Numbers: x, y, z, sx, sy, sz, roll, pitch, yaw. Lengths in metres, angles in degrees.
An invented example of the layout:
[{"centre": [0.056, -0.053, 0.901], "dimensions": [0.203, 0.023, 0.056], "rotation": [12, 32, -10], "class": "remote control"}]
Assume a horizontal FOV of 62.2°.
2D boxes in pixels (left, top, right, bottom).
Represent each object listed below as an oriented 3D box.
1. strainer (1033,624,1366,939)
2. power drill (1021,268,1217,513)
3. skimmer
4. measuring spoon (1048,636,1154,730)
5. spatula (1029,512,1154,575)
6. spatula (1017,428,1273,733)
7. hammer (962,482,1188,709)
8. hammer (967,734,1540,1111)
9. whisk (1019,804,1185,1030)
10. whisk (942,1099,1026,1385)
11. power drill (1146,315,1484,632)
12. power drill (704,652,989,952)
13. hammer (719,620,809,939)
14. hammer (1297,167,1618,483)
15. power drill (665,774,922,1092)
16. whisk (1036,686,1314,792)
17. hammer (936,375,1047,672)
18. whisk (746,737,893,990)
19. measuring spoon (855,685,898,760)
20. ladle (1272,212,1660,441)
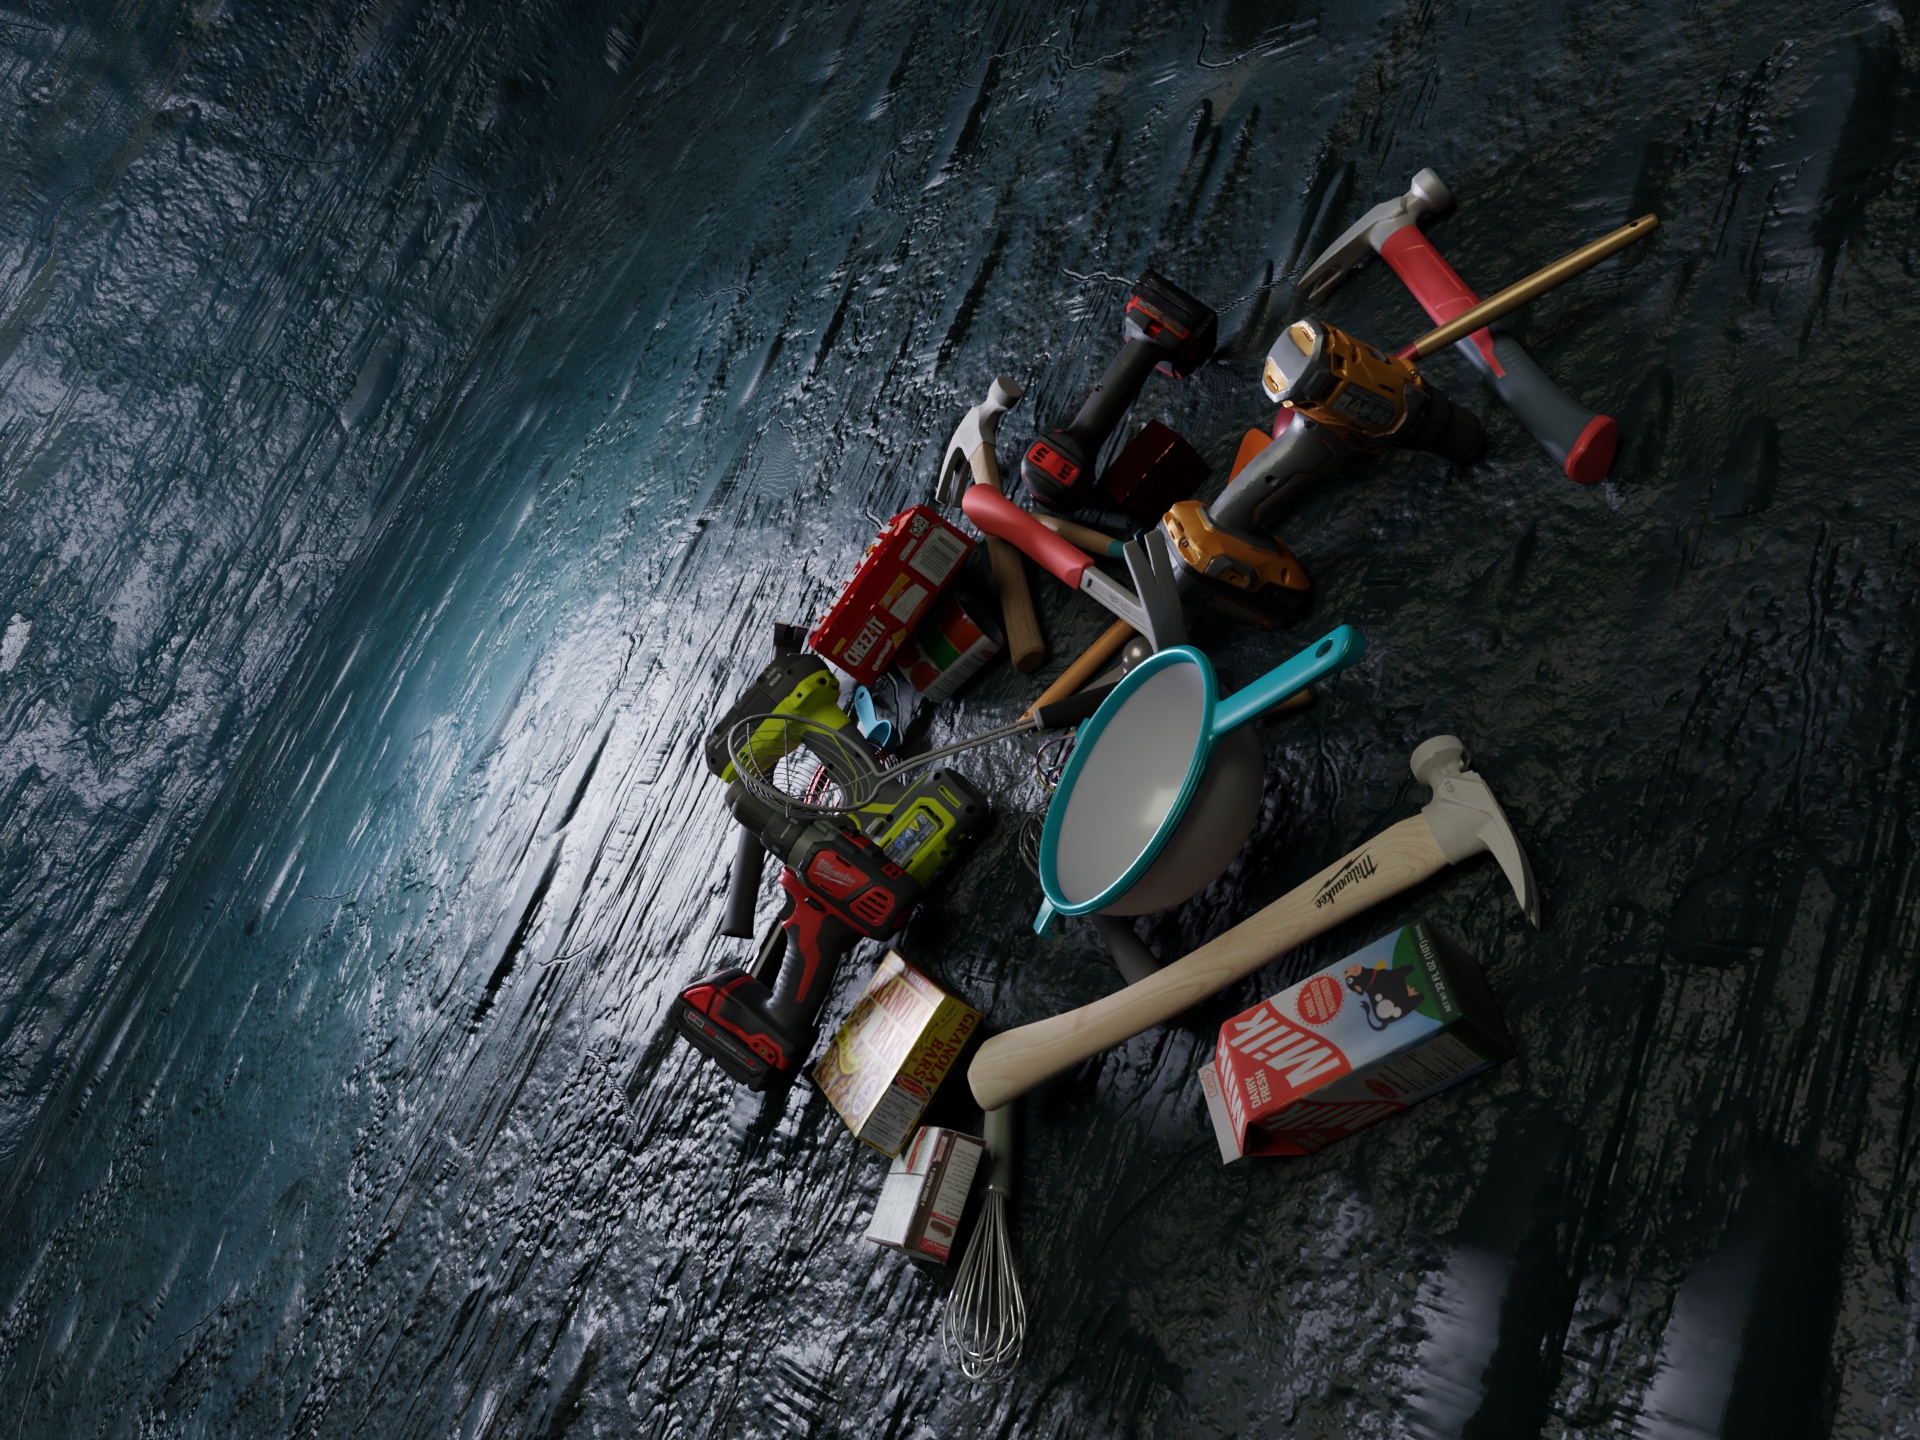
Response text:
[{"centre": [0.182, 0.034, 1.094], "dimensions": [0.340, 0.095, 0.211], "rotation": [-38, 30, 50], "class": "strainer"}, {"centre": [0.137, -0.283, 1.435], "dimensions": [0.078, 0.143, 0.219], "rotation": [37, 92, 9], "class": "power drill"}, {"centre": [-0.002, -0.004, 1.279], "dimensions": [0.363, 0.090, 0.127], "rotation": [-18, 33, 5], "class": "skimmer"}, {"centre": [0.115, -0.031, 1.345], "dimensions": [0.124, 0.018, 0.034], "rotation": [-38, 40, 22], "class": "measuring spoon"}, {"centre": [0.113, -0.150, 1.378], "dimensions": [0.044, 0.082, 0.318], "rotation": [-23, 21, -13], "class": "spatula"}, {"centre": [0.157, -0.107, 1.340], "dimensions": [0.322, 0.041, 0.081], "rotation": [-45, 33, 14], "class": "spatula"}, {"centre": [0.084, -0.141, 1.322], "dimensions": [0.036, 0.149, 0.359], "rotation": [-25, 32, -12], "class": "hammer"}, {"centre": [0.181, 0.168, 1.069], "dimensions": [0.410, 0.038, 0.146], "rotation": [-33, 43, 17], "class": "hammer"}, {"centre": [0.105, 0.146, 1.196], "dimensions": [0.055, 0.055, 0.239], "rotation": [-46, 42, 11], "class": "whisk"}, {"centre": [0.023, 0.345, 1.132], "dimensions": [0.057, 0.059, 0.247], "rotation": [123, 159, -47], "class": "whisk"}, {"centre": [0.268, -0.175, 1.196], "dimensions": [0.226, 0.185, 0.084], "rotation": [-56, 32, 31], "class": "power drill"}, {"centre": [-0.112, 0.071, 1.387], "dimensions": [0.228, 0.080, 0.190], "rotation": [45, 101, 13], "class": "power drill"}, {"centre": [-0.190, 0.057, 1.532], "dimensions": [0.146, 0.035, 0.335], "rotation": [111, 167, -56], "class": "hammer"}, {"centre": [0.386, -0.294, 1.238], "dimensions": [0.143, 0.038, 0.387], "rotation": [-39, 39, 21], "class": "hammer"}, {"centre": [-0.158, 0.174, 1.337], "dimensions": [0.188, 0.080, 0.226], "rotation": [35, 104, 13], "class": "power drill"}, {"centre": [0.164, 0.013, 1.246], "dimensions": [0.245, 0.051, 0.047], "rotation": [-19, 70, 32], "class": "whisk"}, {"centre": [0.037, -0.177, 1.514], "dimensions": [0.130, 0.031, 0.332], "rotation": [-48, 38, 38], "class": "hammer"}, {"centre": [-0.142, 0.150, 1.454], "dimensions": [0.073, 0.073, 0.296], "rotation": [19, 82, 52], "class": "whisk"}, {"centre": [-0.082, 0.002, 1.540], "dimensions": [0.042, 0.021, 0.129], "rotation": [-48, 28, 14], "class": "measuring spoon"}, {"centre": [0.369, -0.290, 1.197], "dimensions": [0.315, 0.031, 0.069], "rotation": [-27, 43, 26], "class": "ladle"}]
